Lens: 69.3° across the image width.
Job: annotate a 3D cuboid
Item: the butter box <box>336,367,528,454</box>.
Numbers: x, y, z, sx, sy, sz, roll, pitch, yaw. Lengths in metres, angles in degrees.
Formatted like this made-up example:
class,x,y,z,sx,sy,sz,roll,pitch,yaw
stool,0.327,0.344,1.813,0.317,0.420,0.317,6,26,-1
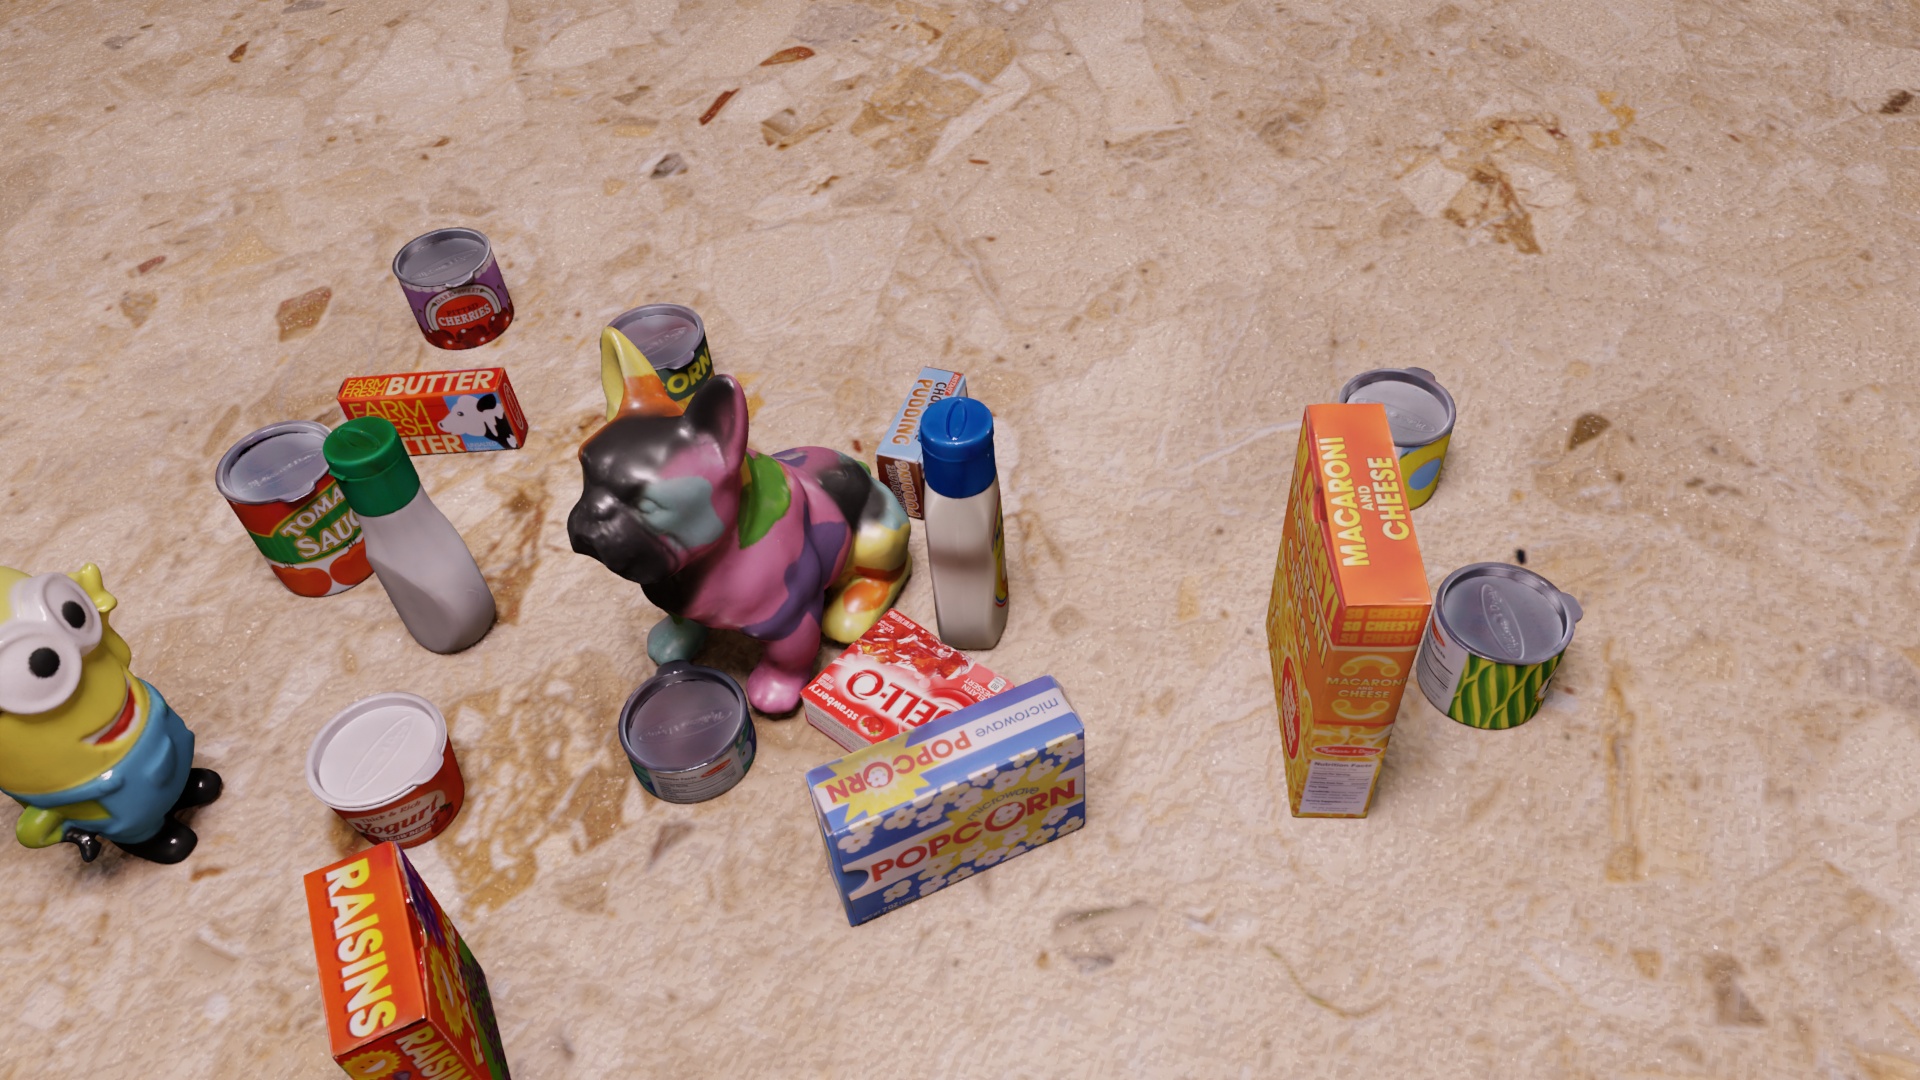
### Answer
class,x,y,z,sx,sy,sz,roll,pitch,yaw
butter box,-0.335,-0.081,0.882,0.103,0.052,0.024,-3,48,1

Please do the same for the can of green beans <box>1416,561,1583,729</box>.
class,x,y,z,sx,sy,sz,roll,pitch,yaw
can of green beans,0.272,0.054,0.711,0.071,0.057,0.071,-2,48,2

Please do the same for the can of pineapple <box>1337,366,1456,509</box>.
class,x,y,z,sx,sy,sz,roll,pitch,yaw
can of pineapple,0.253,-0.059,0.816,0.071,0.057,0.071,-2,48,2

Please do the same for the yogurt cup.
class,x,y,z,sx,sy,sz,roll,pitch,yaw
yogurt cup,-0.284,0.118,0.697,0.072,0.053,0.073,-2,48,2

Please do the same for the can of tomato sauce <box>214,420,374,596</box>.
class,x,y,z,sx,sy,sz,roll,pitch,yaw
can of tomato sauce,-0.379,-0.017,0.807,0.071,0.082,0.071,-2,48,2

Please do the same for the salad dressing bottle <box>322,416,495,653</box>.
class,x,y,z,sx,sy,sz,roll,pitch,yaw
salad dressing bottle,-0.294,-0.001,0.743,0.064,0.146,0.044,23,53,23

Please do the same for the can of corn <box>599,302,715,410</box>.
class,x,y,z,sx,sy,sz,roll,pitch,yaw
can of corn,-0.191,-0.108,0.893,0.071,0.058,0.071,-2,48,2

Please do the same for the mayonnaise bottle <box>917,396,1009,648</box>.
class,x,y,z,sx,sy,sz,roll,pitch,yaw
mayonnaise bottle,0.003,-0.009,0.728,0.041,0.147,0.065,2,48,6

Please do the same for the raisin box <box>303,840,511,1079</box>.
class,x,y,z,sx,sy,sz,roll,pitch,yaw
raisin box,-0.225,0.194,0.576,0.040,0.122,0.086,-21,50,-14

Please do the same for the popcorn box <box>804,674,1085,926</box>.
class,x,y,z,sx,sy,sz,roll,pitch,yaw
popcorn box,-0.004,0.122,0.651,0.127,0.084,0.038,-20,50,-14

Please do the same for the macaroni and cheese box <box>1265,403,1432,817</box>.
class,x,y,z,sx,sy,sz,roll,pitch,yaw
macaroni and cheese box,0.178,0.036,0.661,0.040,0.165,0.124,-1,48,4

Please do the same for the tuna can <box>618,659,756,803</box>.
class,x,y,z,sx,sy,sz,roll,pitch,yaw
tuna can,-0.141,0.098,0.718,0.071,0.032,0.071,-2,48,2

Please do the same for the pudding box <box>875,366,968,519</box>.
class,x,y,z,sx,sy,sz,roll,pitch,yaw
pudding box,-0.021,-0.060,0.843,0.030,0.049,0.084,12,50,15

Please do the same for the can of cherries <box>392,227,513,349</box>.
class,x,y,z,sx,sy,sz,roll,pitch,yaw
can of cherries,-0.350,-0.173,0.964,0.071,0.058,0.072,-2,48,2
